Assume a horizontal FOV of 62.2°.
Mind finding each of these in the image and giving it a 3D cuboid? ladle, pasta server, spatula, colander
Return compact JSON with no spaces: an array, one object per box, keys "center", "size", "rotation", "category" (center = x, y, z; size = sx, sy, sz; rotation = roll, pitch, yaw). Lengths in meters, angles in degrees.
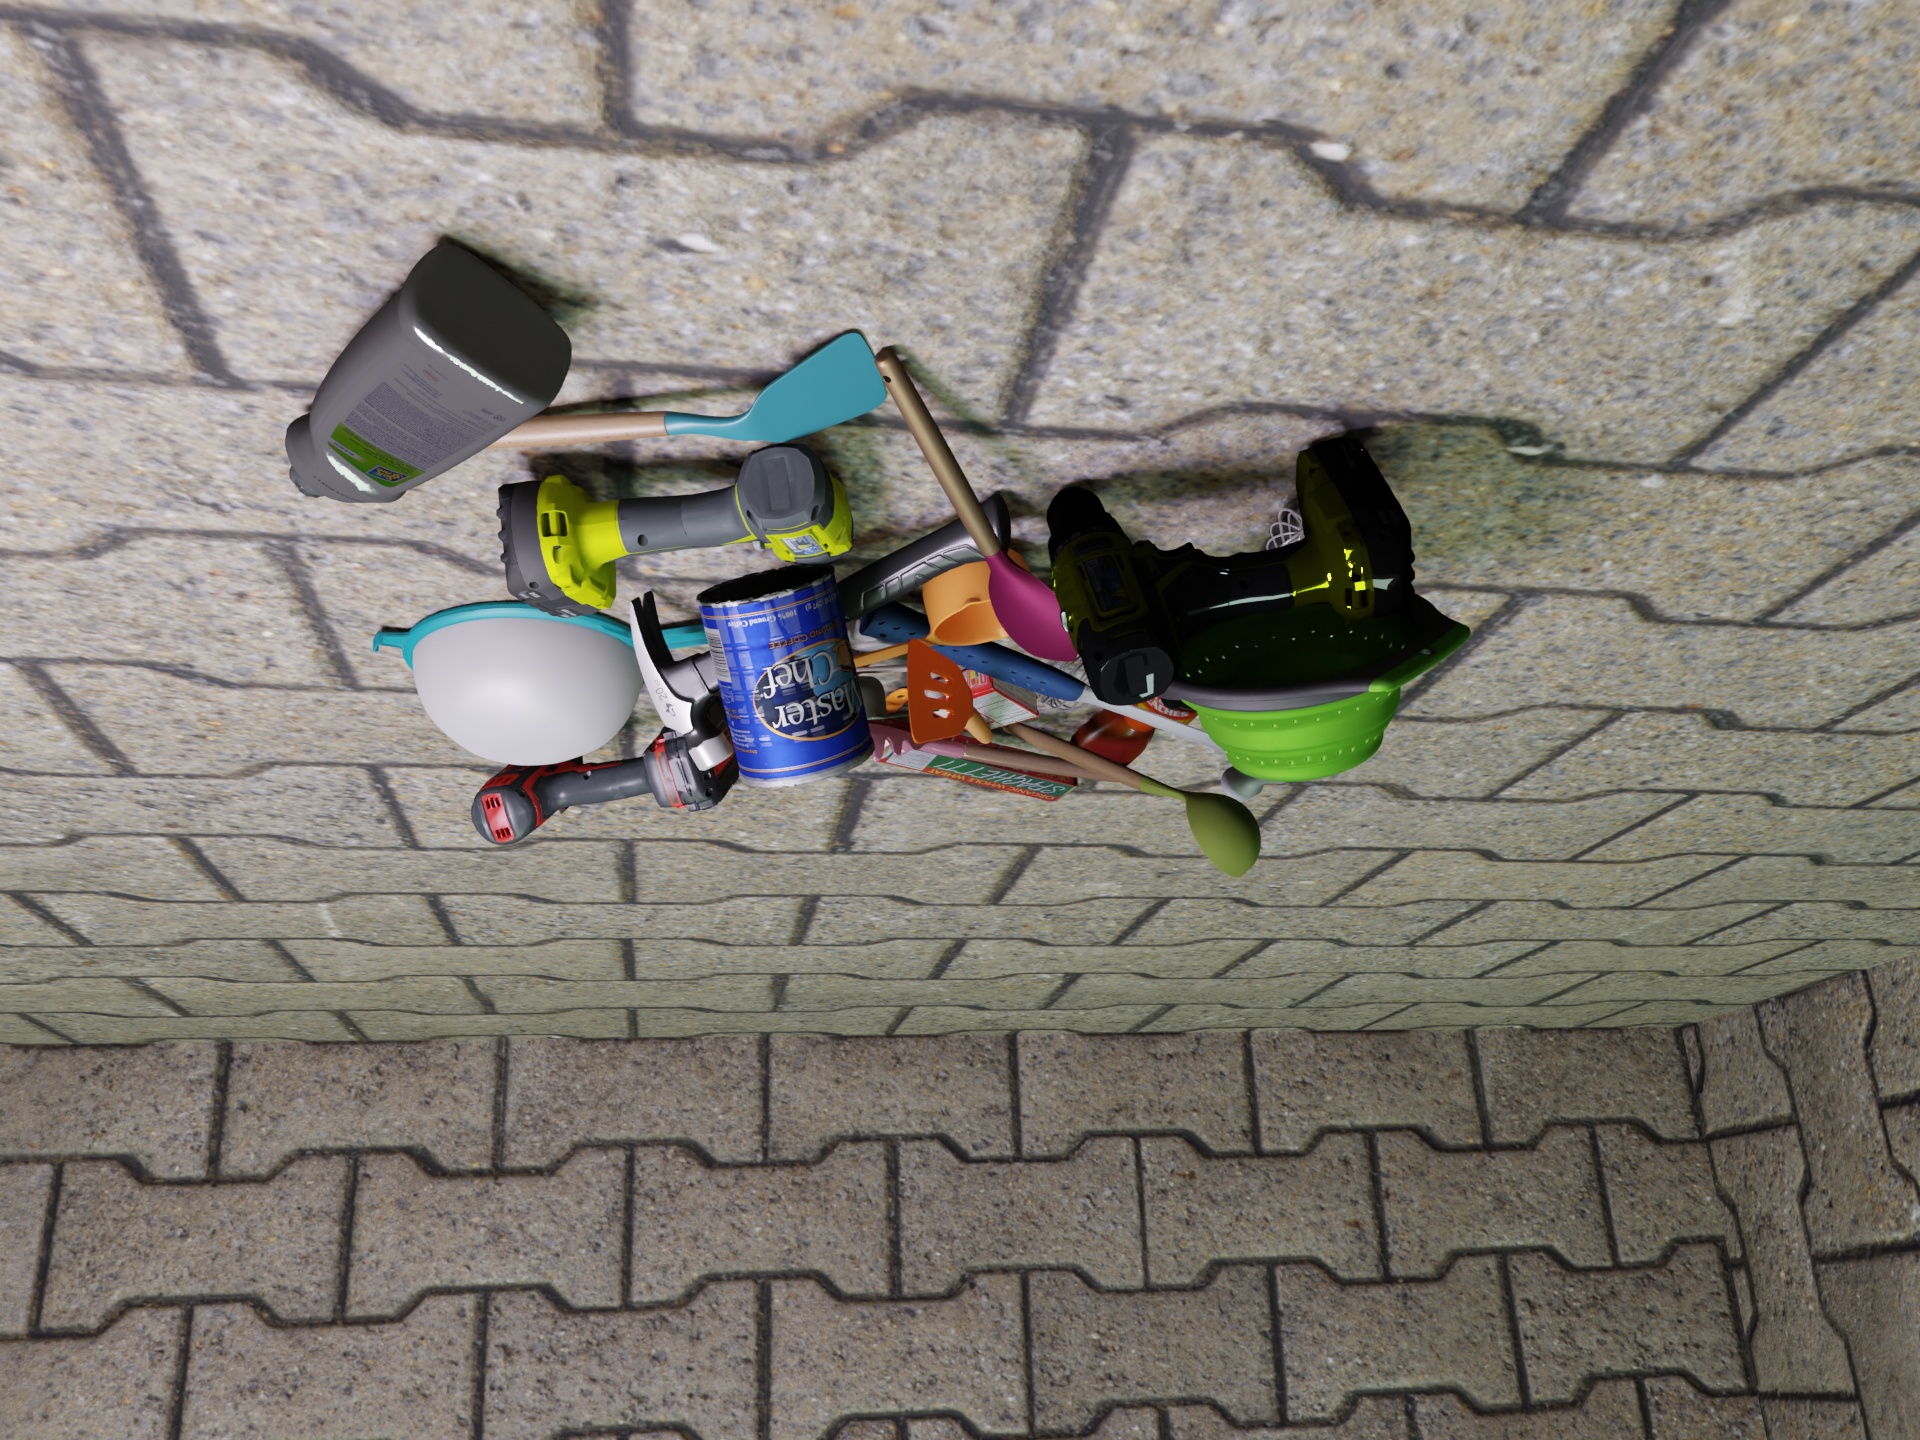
[{"center":[0.145,0.061,1.457],"size":[0.078,0.062,0.320],"rotation":[21,-178,-45],"category":"ladle"},{"center":[0.025,0.040,1.521],"size":[0.316,0.040,0.060],"rotation":[9,168,-23],"category":"pasta server"},{"center":[-0.002,-0.004,1.351],"size":[0.041,0.081,0.322],"rotation":[-4,172,6],"category":"spatula"},{"center":[0.182,-0.032,1.178],"size":[0.204,0.094,0.397],"rotation":[-29,-153,-34],"category":"colander"},{"center":[-0.208,-0.196,1.011],"size":[0.317,0.044,0.082],"rotation":[-2,160,11],"category":"spatula"}]

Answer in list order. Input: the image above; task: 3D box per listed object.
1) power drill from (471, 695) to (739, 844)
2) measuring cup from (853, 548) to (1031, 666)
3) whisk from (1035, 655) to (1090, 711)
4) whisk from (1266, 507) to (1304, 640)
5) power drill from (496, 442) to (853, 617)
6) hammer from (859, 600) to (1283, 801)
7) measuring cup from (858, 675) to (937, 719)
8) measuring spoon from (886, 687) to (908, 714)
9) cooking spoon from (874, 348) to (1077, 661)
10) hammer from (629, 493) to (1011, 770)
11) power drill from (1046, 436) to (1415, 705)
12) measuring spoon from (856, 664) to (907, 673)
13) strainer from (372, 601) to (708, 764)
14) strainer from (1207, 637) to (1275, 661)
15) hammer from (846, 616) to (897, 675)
[{"center":[-0.322,0.044,1.479],"size":[0.226,0.080,0.188],"rotation":[-13,-166,10],"category":"power drill"},{"center":[-0.025,-0.086,1.240],"size":[0.173,0.052,0.095],"rotation":[-17,163,13],"category":"measuring cup"},{"center":[0.124,-0.068,1.347],"size":[0.055,0.055,0.239],"rotation":[6,153,-20],"category":"whisk"},{"center":[0.268,-0.107,1.265],"size":[0.058,0.059,0.246],"rotation":[-37,162,-3],"category":"whisk"},{"center":[-0.188,-0.129,1.098],"size":[0.223,0.080,0.171],"rotation":[-8,173,5],"category":"power drill"},{"center":[0.111,-0.024,1.336],"size":[0.405,0.035,0.144],"rotation":[20,154,-17],"category":"hammer"},{"center":[-0.073,-0.020,1.367],"size":[0.083,0.038,0.167],"rotation":[-4,180,37],"category":"measuring cup"},{"center":[-0.071,-0.006,1.528],"size":[0.021,0.011,0.117],"rotation":[6,157,-21],"category":"measuring spoon"},{"center":[0.011,-0.134,1.087],"size":[0.069,0.017,0.318],"rotation":[10,151,32],"category":"cooking spoon"},{"center":[-0.106,-0.088,1.211],"size":[0.335,0.146,0.035],"rotation":[-25,-170,24],"category":"hammer"},{"center":[0.173,-0.114,1.084],"size":[0.228,0.191,0.080],"rotation":[-15,136,1],"category":"power drill"},{"center":[-0.081,-0.048,1.315],"size":[0.124,0.018,0.034],"rotation":[-2,175,-29],"category":"measuring spoon"},{"center":[-0.307,-0.024,1.338],"size":[0.340,0.095,0.210],"rotation":[-7,158,16],"category":"strainer"},{"center":[0.229,-0.038,1.302],"size":[0.087,0.050,0.258],"rotation":[5,-158,9],"category":"strainer"},{"center":[-0.141,-0.009,1.479],"size":[0.143,0.038,0.386],"rotation":[7,157,-28],"category":"hammer"}]
